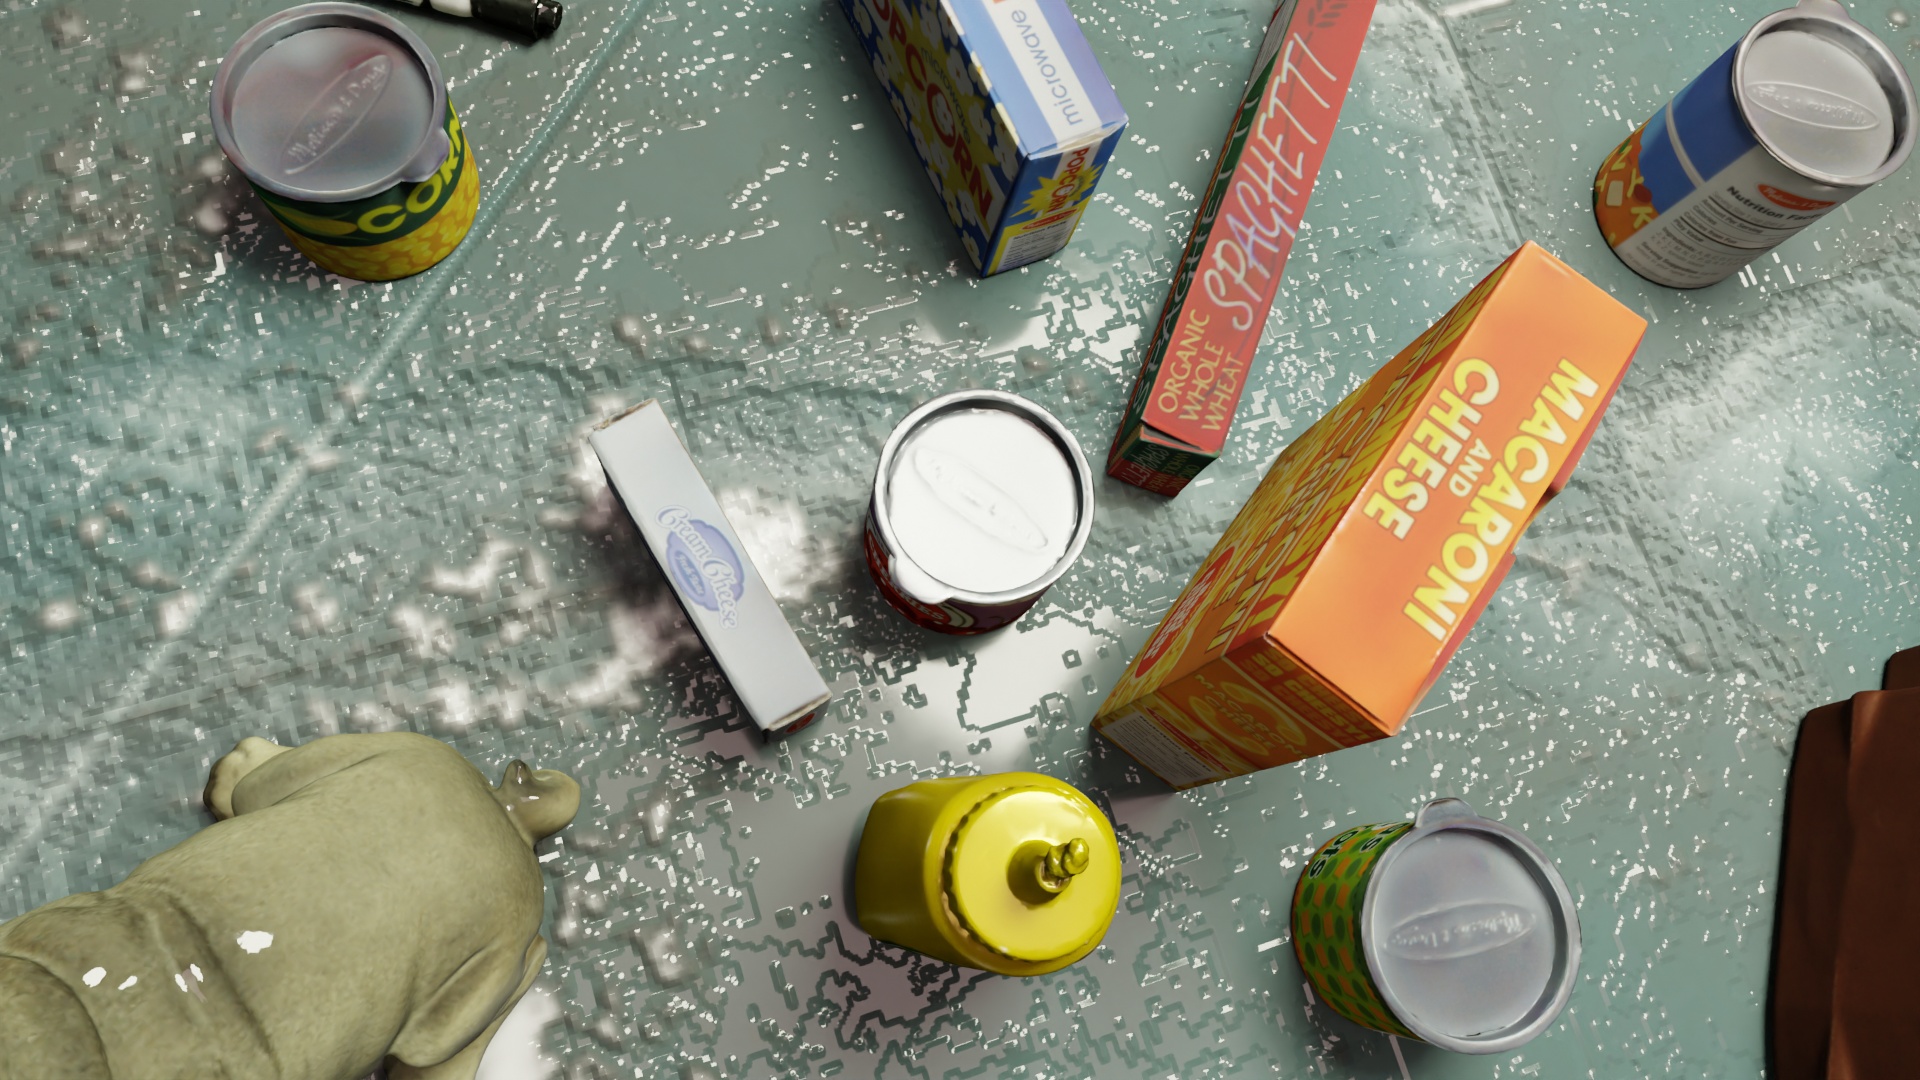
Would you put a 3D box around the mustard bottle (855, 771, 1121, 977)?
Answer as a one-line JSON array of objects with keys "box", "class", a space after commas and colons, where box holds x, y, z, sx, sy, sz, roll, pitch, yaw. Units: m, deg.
[{"box": [0.009, 0.086, 0.358, 0.065, 0.159, 0.049, 8, 75, -6], "class": "mustard bottle"}]

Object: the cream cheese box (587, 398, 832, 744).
[{"box": [-0.075, 0.012, 0.421, 0.024, 0.053, 0.104, -30, 82, -14], "class": "cream cheese box"}]

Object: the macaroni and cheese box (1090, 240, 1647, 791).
[{"box": [0.104, 0.005, 0.390, 0.040, 0.166, 0.124, 37, 74, 2], "class": "macaroni and cheese box"}]

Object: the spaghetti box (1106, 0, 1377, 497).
[{"box": [0.107, -0.133, 0.486, 0.029, 0.050, 0.251, 22, 74, -2], "class": "spaghetti box"}]

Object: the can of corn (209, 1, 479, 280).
[{"box": [-0.188, -0.122, 0.436, 0.071, 0.058, 0.071, 2, 76, -8], "class": "can of corn"}]

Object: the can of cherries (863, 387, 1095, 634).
[{"box": [0.002, -0.005, 0.434, 0.071, 0.058, 0.071, 2, 76, -8], "class": "can of cherries"}]

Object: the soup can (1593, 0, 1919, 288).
[{"box": [0.279, -0.139, 0.495, 0.071, 0.083, 0.071, 2, 76, -8], "class": "soup can"}]

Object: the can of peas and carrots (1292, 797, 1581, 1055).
[{"box": [0.141, 0.116, 0.422, 0.071, 0.058, 0.071, 2, 76, -8], "class": "can of peas and carrots"}]

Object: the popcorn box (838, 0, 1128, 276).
[{"box": [0.002, -0.163, 0.460, 0.038, 0.085, 0.127, -24, 80, -13], "class": "popcorn box"}]
